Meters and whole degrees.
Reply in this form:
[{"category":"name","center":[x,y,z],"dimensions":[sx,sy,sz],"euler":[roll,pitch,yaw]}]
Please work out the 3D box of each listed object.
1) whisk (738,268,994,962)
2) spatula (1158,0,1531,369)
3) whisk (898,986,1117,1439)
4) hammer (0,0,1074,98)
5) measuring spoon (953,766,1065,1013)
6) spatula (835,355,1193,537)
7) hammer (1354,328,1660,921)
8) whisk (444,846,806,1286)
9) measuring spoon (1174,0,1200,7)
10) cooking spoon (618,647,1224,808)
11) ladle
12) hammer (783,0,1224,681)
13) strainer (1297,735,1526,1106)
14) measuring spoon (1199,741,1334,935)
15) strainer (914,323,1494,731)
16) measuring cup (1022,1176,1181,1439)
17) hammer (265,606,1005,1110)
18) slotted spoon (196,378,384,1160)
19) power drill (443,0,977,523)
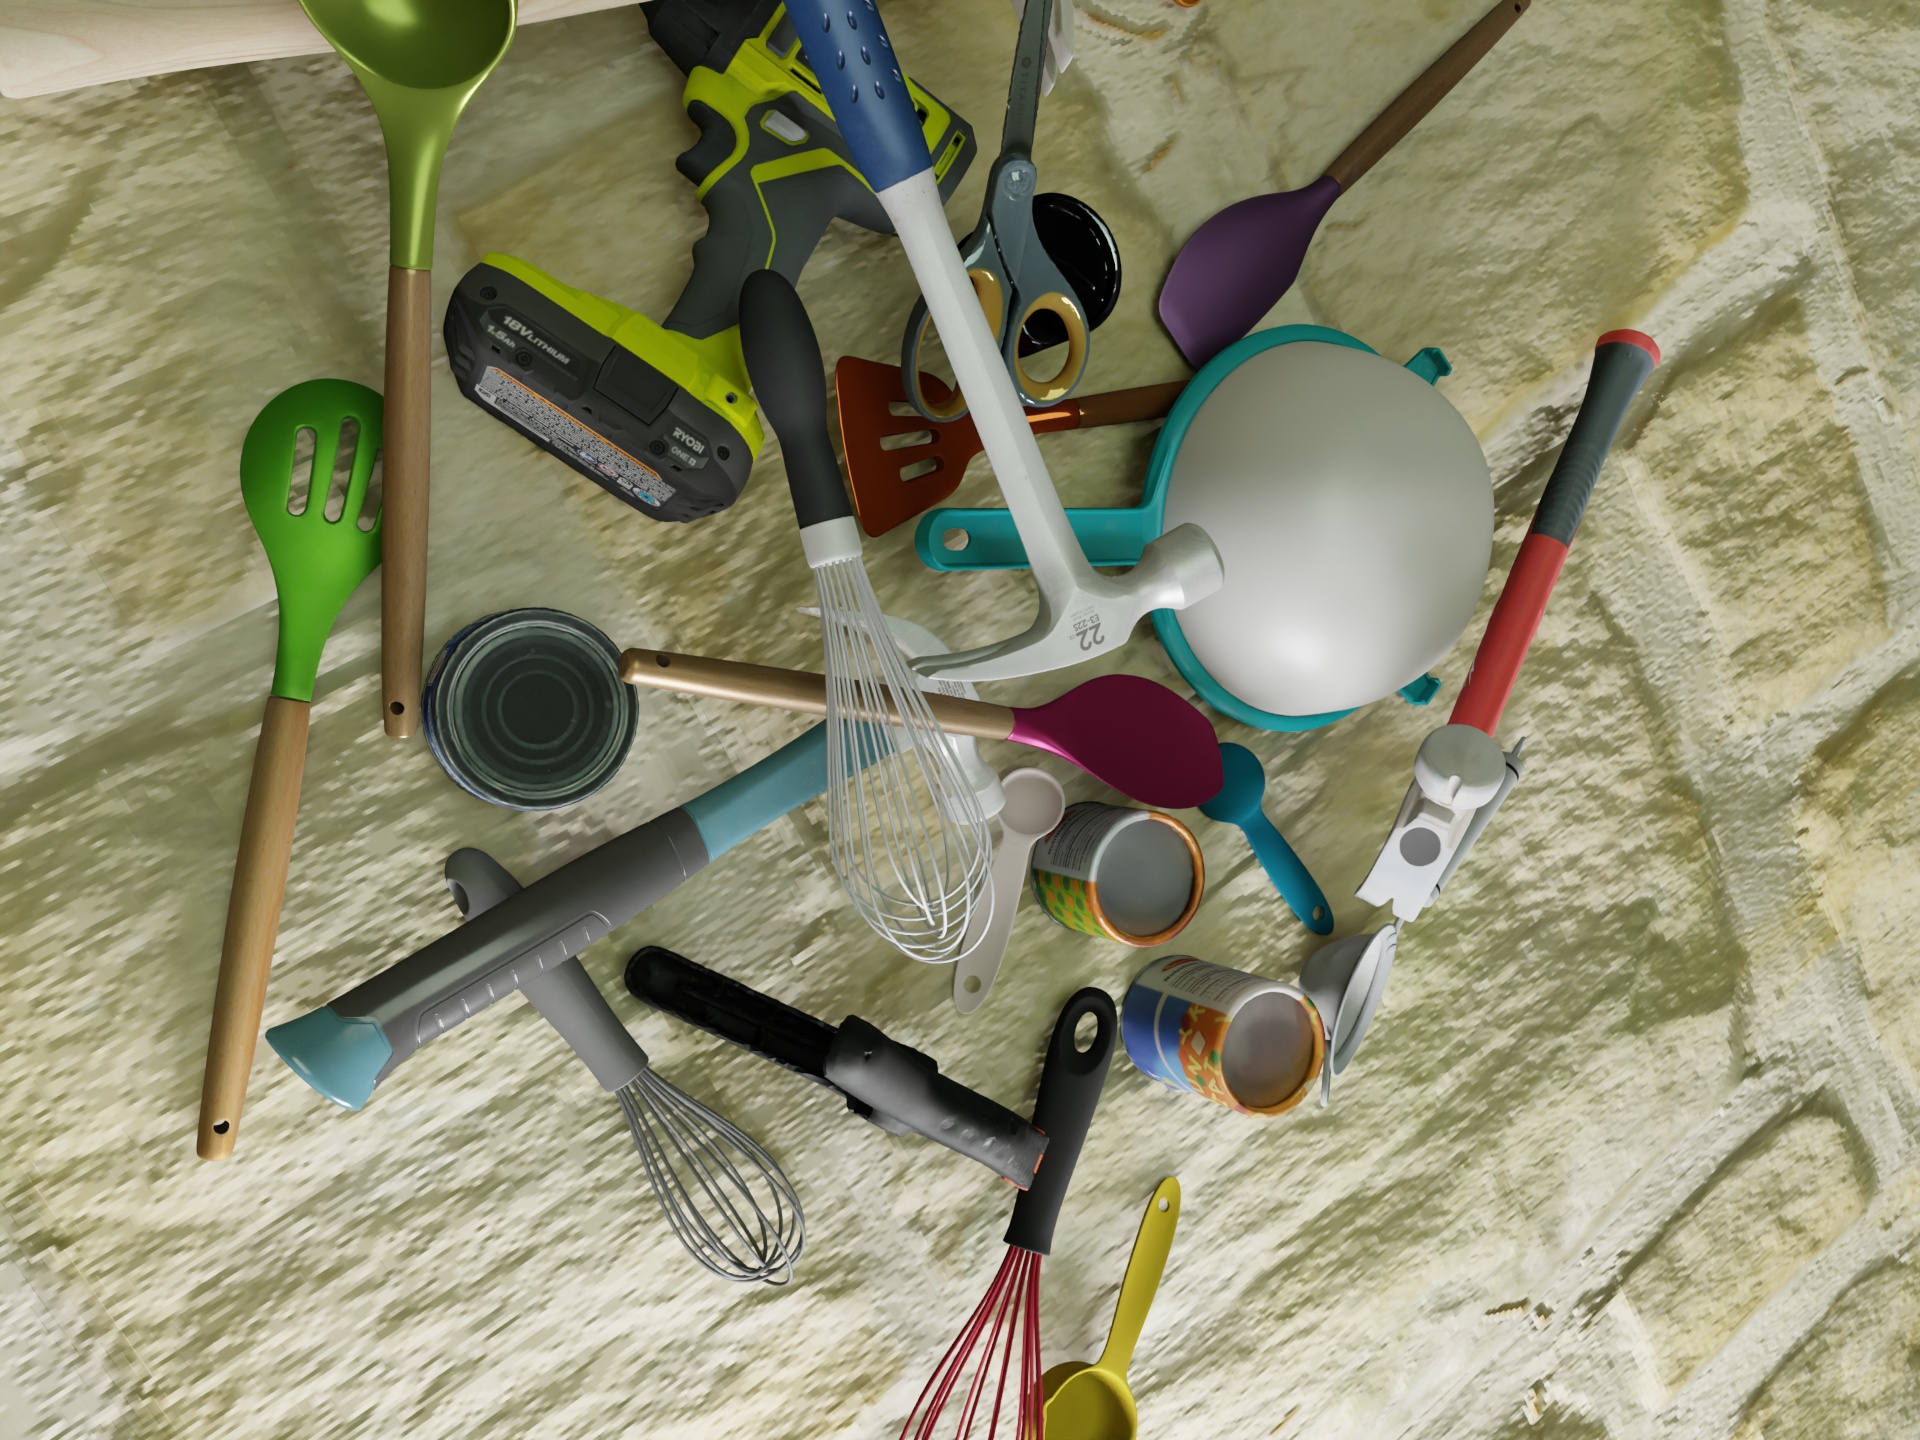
[{"category":"whisk","center":[-0.044,-0.040,0.634],"dimensions":[0.070,0.070,0.284],"euler":[-16,93,-24]},{"category":"spatula","center":[0.213,-0.305,0.858],"dimensions":[0.316,0.018,0.059],"euler":[-45,113,-17]},{"category":"whisk","center":[0.027,0.271,0.758],"dimensions":[0.073,0.073,0.296],"euler":[23,75,-24]},{"category":"hammer","center":[-0.151,-0.284,0.619],"dimensions":[0.410,0.038,0.146],"euler":[-19,85,-19]},{"category":"measuring spoon","center":[0.020,0.083,0.775],"dimensions":[0.034,0.018,0.124],"euler":[18,89,5]},{"category":"spatula","center":[0.081,-0.154,0.785],"dimensions":[0.322,0.041,0.081],"euler":[-14,100,-26]},{"category":"hammer","center":[0.303,-0.070,0.853],"dimensions":[0.038,0.143,0.386],"euler":[25,58,14]},{"category":"whisk","center":[-0.143,0.151,0.680],"dimensions":[0.055,0.055,0.239],"euler":[-39,103,-20]},{"category":"measuring spoon","center":[0.069,-0.376,0.795],"dimensions":[0.117,0.011,0.021],"euler":[3,90,-22]},{"category":"cooking spoon","center":[-0.001,-0.002,0.707],"dimensions":[0.318,0.017,0.069],"euler":[9,63,-34]},{"category":"ladle","center":[-0.207,-0.139,0.585],"dimensions":[0.078,0.062,0.320],"euler":[7,110,-4]},{"category":"hammer","center":[-0.023,-0.202,0.632],"dimensions":[0.144,0.035,0.405],"euler":[-28,109,-12]},{"category":"strainer","center":[0.245,0.098,0.867],"dimensions":[0.258,0.050,0.086],"euler":[-47,146,-24]},{"category":"measuring spoon","center":[0.168,0.066,0.839],"dimensions":[0.042,0.021,0.128],"euler":[-42,108,-19]},{"category":"strainer","center":[0.145,-0.090,0.764],"dimensions":[0.340,0.095,0.211],"euler":[-5,99,-32]},{"category":"measuring cup","center":[0.075,0.304,0.802],"dimensions":[0.062,0.029,0.157],"euler":[35,65,-22]},{"category":"hammer","center":[-0.122,0.056,0.662],"dimensions":[0.331,0.033,0.128],"euler":[-32,113,-30]},{"category":"slotted spoon","center":[-0.267,0.017,0.630],"dimensions":[0.070,0.031,0.314],"euler":[10,88,-30]},{"category":"power drill","center":[-0.113,-0.213,0.674],"dimensions":[0.171,0.080,0.223],"euler":[33,74,-17]}]
